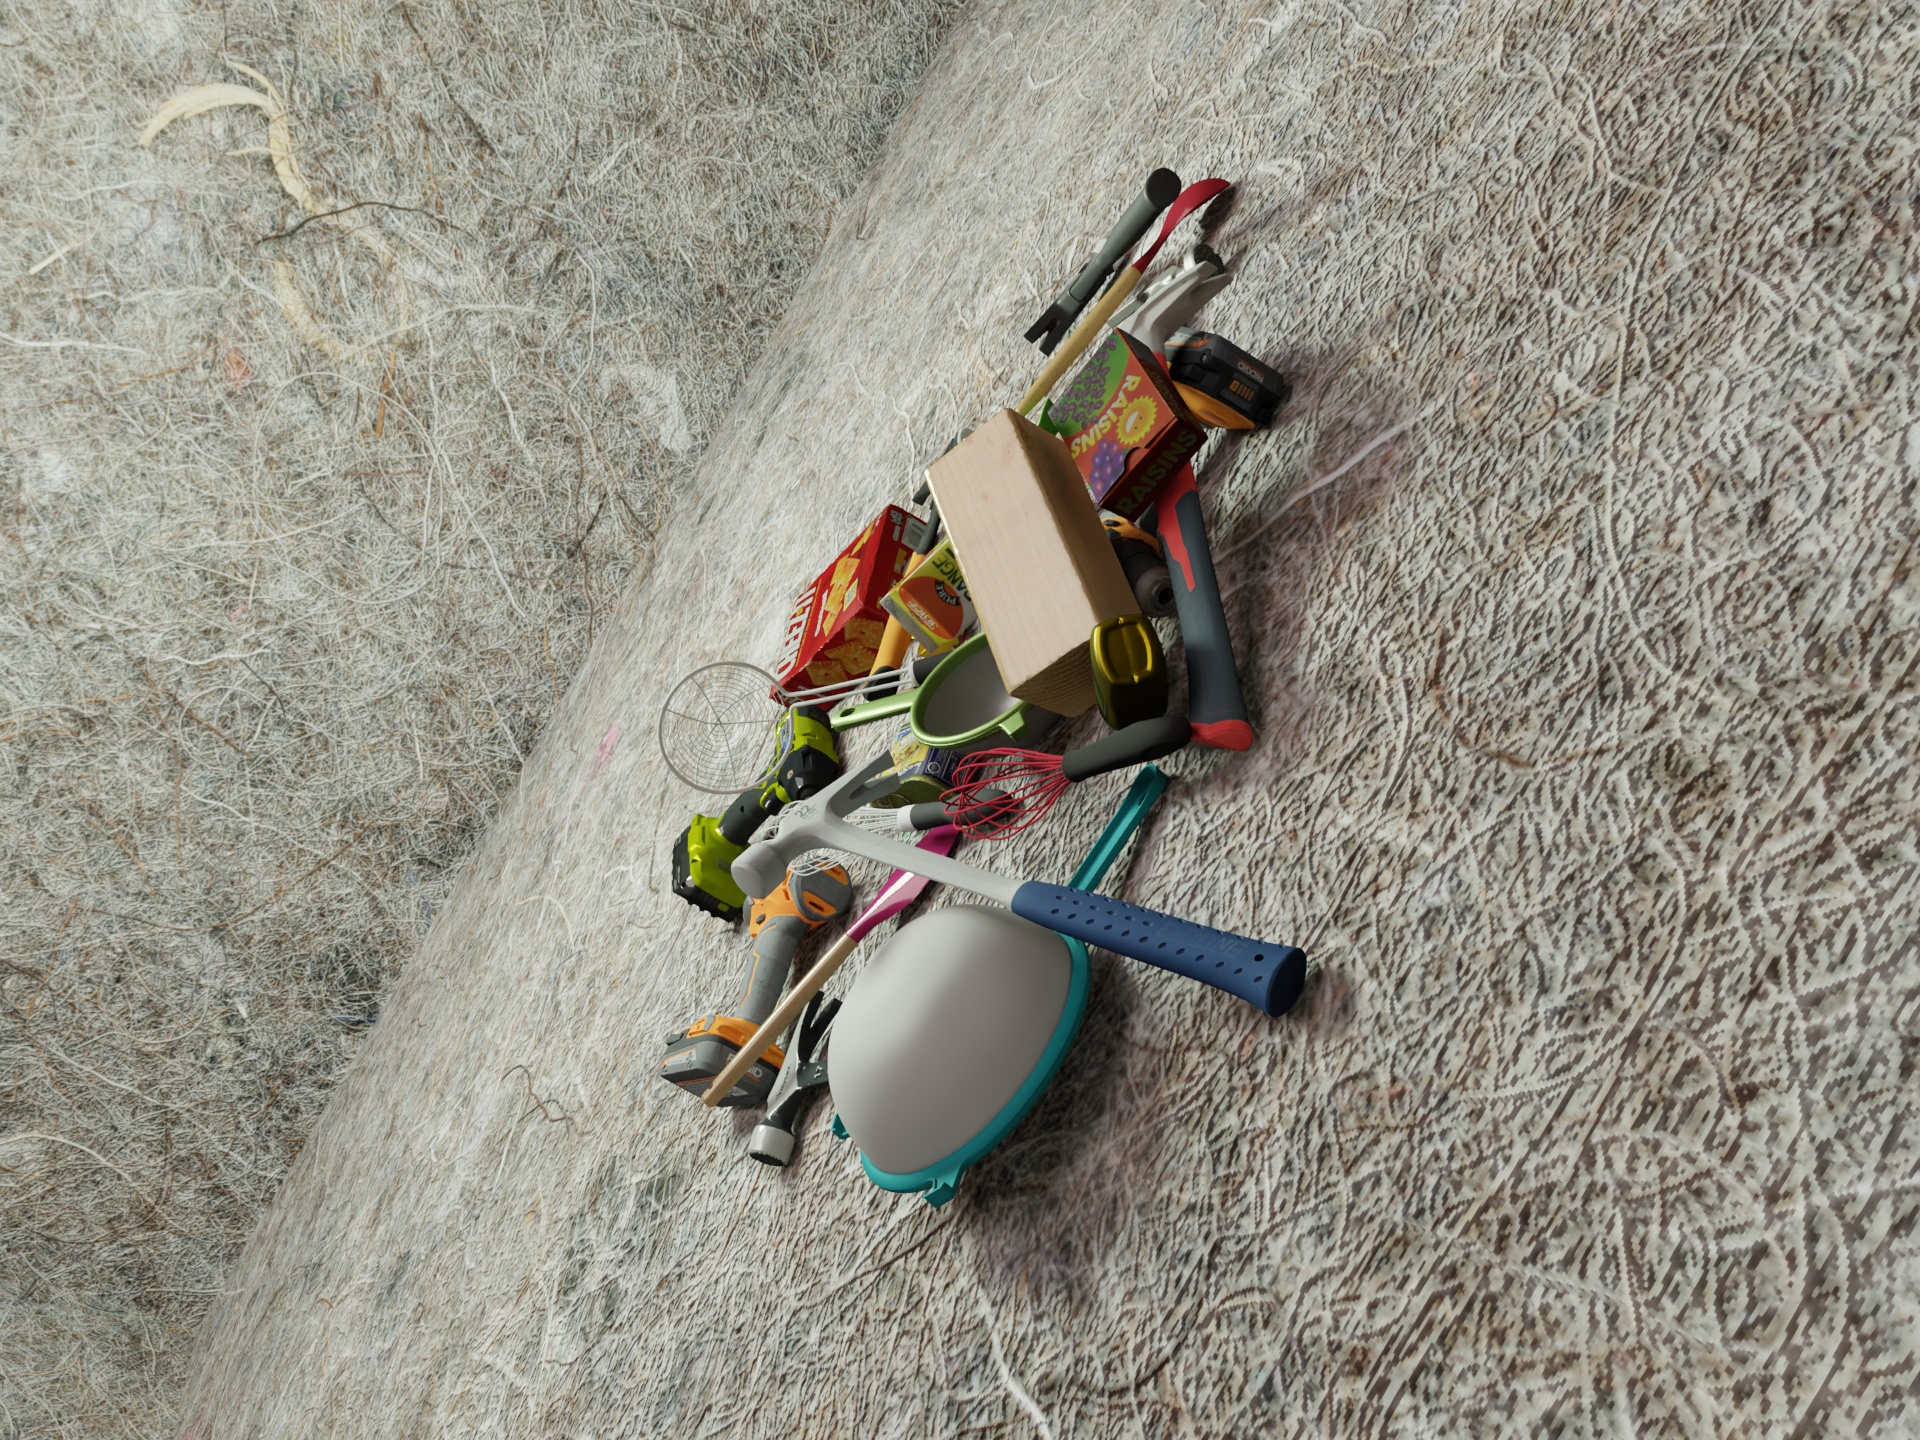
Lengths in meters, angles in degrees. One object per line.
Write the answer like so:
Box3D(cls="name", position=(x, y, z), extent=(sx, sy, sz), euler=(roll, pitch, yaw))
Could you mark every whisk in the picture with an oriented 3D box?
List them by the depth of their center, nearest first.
Box3D(cls="whisk", position=(0.071, 0.038, 1.151), extent=(0.296, 0.073, 0.073), euler=(-24, 42, 57))
Box3D(cls="whisk", position=(-0.064, 0.088, 1.374), extent=(0.284, 0.070, 0.070), euler=(-12, 50, 40))

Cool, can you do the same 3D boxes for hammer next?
Box3D(cls="hammer", position=(0.035, 0.104, 1.008), extent=(0.406, 0.035, 0.144), euler=(13, 43, 41))
Box3D(cls="hammer", position=(0.167, -0.154, 1.131), extent=(0.143, 0.038, 0.387), euler=(-37, 46, 38))
Box3D(cls="hammer", position=(-0.039, 0.247, 1.210), extent=(0.409, 0.036, 0.149), euler=(-29, 37, 51))
Box3D(cls="hammer", position=(0.105, -0.263, 1.410), extent=(0.146, 0.038, 0.411), euler=(-27, 26, 55))
Box3D(cls="hammer", position=(0.144, -0.451, 1.536), extent=(0.146, 0.035, 0.335), euler=(-52, 6, -7))
Box3D(cls="hammer", position=(-0.047, -0.148, 1.629), extent=(0.127, 0.034, 0.337), euler=(-50, 20, 51))

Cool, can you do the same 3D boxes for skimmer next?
Box3D(cls="skimmer", position=(-0.103, -0.019, 1.436), extent=(0.363, 0.127, 0.090), euler=(-12, 17, 25))

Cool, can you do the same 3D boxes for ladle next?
Box3D(cls="ladle", position=(0.152, -0.408, 1.519), extent=(0.315, 0.031, 0.069), euler=(-51, 10, -9))

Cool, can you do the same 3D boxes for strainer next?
Box3D(cls="strainer", position=(0.016, 0.145, 1.063), extent=(0.340, 0.095, 0.211), euler=(-54, 18, -14))
Box3D(cls="strainer", position=(-0.002, -0.004, 1.336), extent=(0.256, 0.069, 0.152), euler=(-13, 36, 40))

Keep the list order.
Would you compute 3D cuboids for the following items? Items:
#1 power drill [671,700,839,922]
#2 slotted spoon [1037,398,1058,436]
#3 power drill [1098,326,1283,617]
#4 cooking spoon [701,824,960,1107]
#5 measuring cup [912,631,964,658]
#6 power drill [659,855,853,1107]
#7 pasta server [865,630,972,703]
Box3D(cls="power drill", position=(-0.215, 0.102, 1.704), extent=(0.223, 0.080, 0.171), euler=(-49, 25, 18))
Box3D(cls="slotted spoon", position=(0.025, -0.210, 1.581), extent=(0.313, 0.031, 0.070), euler=(-47, 19, 53))
Box3D(cls="power drill", position=(0.164, -0.190, 1.259), extent=(0.226, 0.084, 0.185), euler=(-61, 24, 8))
Box3D(cls="cooking spoon", position=(-0.110, 0.205, 1.357), extent=(0.319, 0.017, 0.069), euler=(-49, 20, -4))
Box3D(cls="measuring cup", position=(-0.026, -0.086, 1.610), extent=(0.062, 0.029, 0.156), euler=(-62, 11, -2))
Box3D(cls="power drill", position=(-0.193, 0.241, 1.487), extent=(0.164, 0.084, 0.227), euler=(-26, 36, 54))
Box3D(cls="pasta server", position=(-0.061, -0.028, 1.585), extent=(0.060, 0.040, 0.316), euler=(-56, 18, -24))
